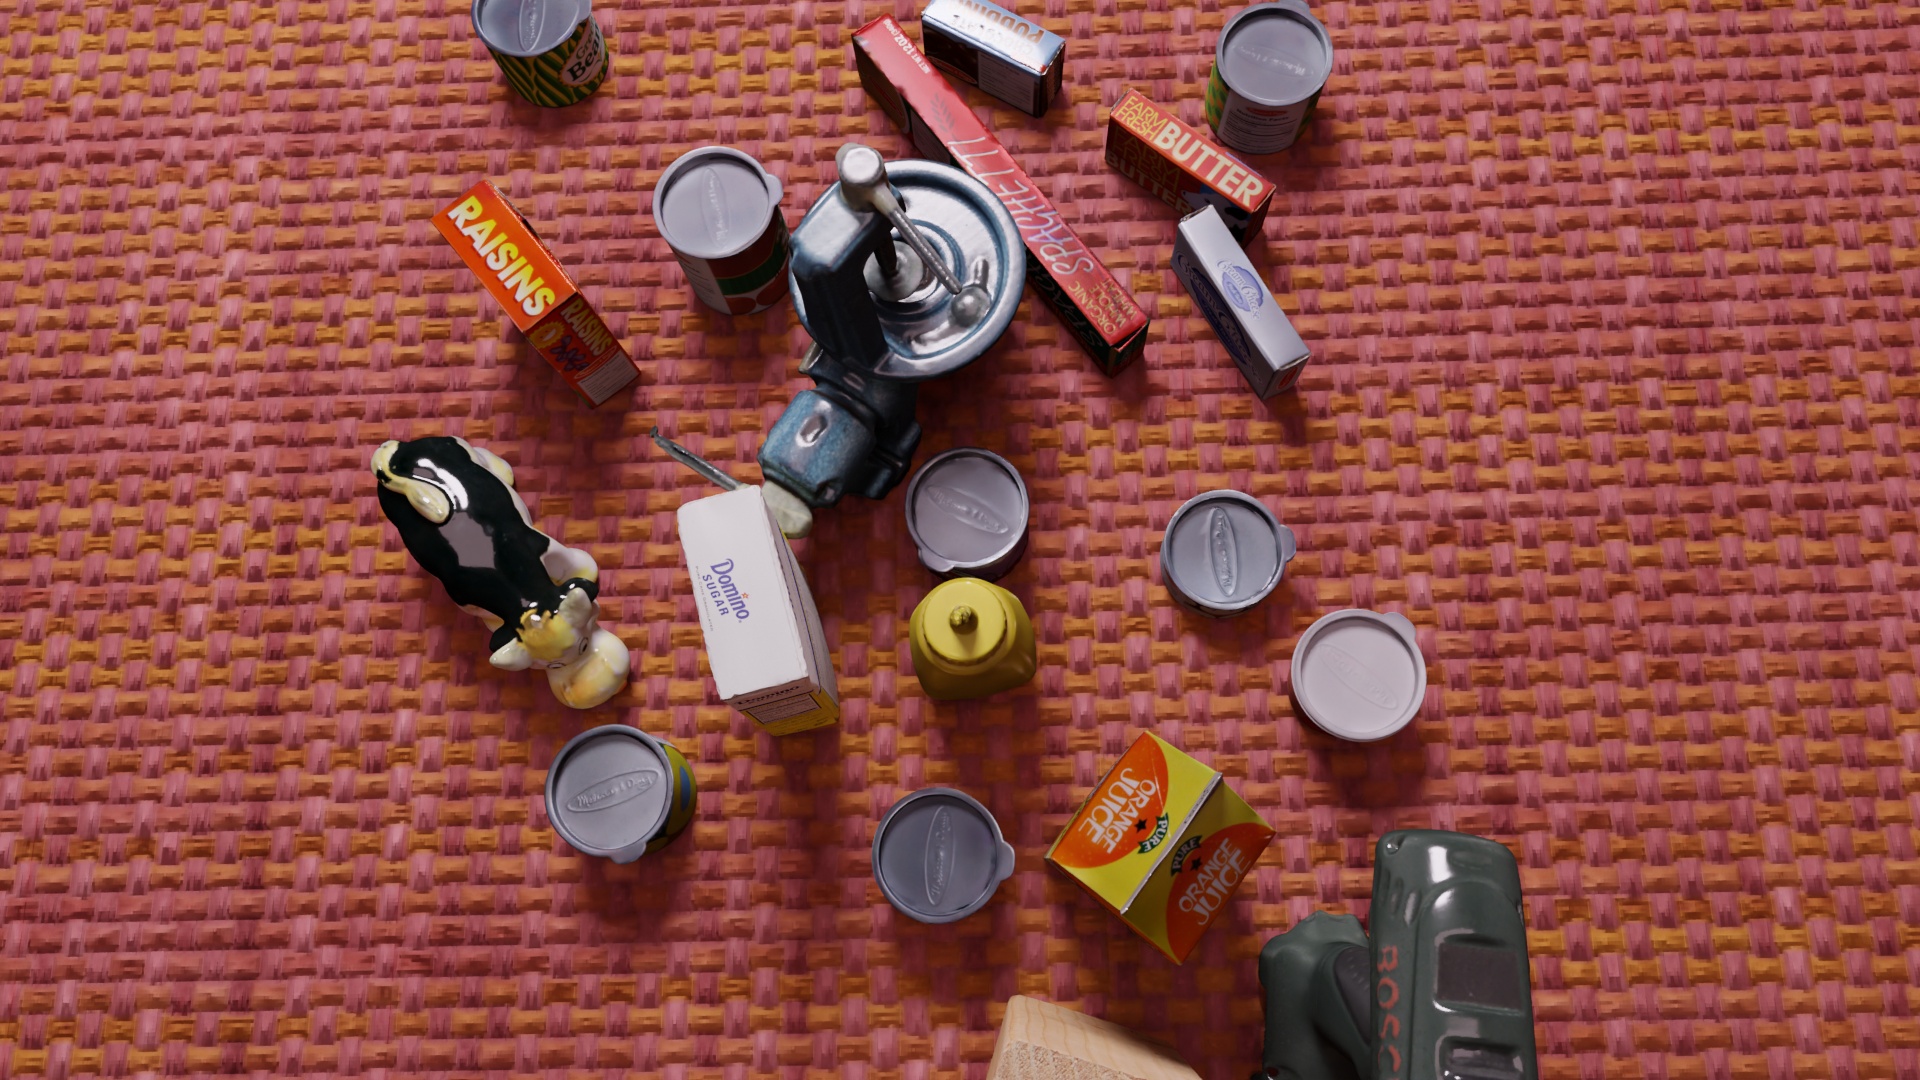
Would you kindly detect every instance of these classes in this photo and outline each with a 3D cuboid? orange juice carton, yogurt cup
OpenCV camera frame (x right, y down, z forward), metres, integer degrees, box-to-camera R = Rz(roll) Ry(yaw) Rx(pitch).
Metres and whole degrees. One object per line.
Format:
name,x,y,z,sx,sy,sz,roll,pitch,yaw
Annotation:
orange juice carton,0.089,0.142,0.646,0.073,0.192,0.072,38,81,10
yogurt cup,0.204,0.074,0.729,0.072,0.054,0.072,0,77,2

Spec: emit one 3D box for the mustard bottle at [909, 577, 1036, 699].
mustard bottle,0.005,0.047,0.689,0.065,0.160,0.049,-12,77,0

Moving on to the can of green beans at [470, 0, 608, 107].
can of green beans,-0.252,-0.305,0.837,0.071,0.057,0.071,0,77,2

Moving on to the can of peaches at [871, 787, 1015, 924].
can of peaches,-0.007,0.162,0.714,0.071,0.058,0.071,0,77,2

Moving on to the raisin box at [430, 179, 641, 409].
raisin box,-0.228,-0.131,0.760,0.040,0.123,0.086,-39,78,-6

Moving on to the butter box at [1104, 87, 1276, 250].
butter box,0.130,-0.213,0.803,0.103,0.053,0.024,38,81,10

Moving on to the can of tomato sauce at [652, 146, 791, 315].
can of tomato sauce,-0.129,-0.174,0.787,0.071,0.083,0.071,0,77,2

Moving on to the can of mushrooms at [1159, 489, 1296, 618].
can of mushrooms,0.145,0.008,0.758,0.071,0.033,0.071,0,76,2

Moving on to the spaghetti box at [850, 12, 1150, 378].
spaghetti box,0.022,-0.200,0.805,0.029,0.050,0.250,-37,78,-6

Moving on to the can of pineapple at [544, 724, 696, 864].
can of pineapple,-0.176,0.134,0.727,0.071,0.057,0.071,0,77,2

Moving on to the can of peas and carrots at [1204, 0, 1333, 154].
can of peas and carrots,0.179,-0.271,0.812,0.071,0.058,0.071,0,77,2

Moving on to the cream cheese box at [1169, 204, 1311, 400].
cream cheese box,0.155,-0.132,0.782,0.024,0.053,0.104,-29,77,-4

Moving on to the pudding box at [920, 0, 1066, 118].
pudding box,0.019,-0.292,0.828,0.084,0.049,0.030,29,80,9

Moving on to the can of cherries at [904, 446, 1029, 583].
can of cherries,0.003,-0.009,0.755,0.071,0.058,0.071,0,77,2
